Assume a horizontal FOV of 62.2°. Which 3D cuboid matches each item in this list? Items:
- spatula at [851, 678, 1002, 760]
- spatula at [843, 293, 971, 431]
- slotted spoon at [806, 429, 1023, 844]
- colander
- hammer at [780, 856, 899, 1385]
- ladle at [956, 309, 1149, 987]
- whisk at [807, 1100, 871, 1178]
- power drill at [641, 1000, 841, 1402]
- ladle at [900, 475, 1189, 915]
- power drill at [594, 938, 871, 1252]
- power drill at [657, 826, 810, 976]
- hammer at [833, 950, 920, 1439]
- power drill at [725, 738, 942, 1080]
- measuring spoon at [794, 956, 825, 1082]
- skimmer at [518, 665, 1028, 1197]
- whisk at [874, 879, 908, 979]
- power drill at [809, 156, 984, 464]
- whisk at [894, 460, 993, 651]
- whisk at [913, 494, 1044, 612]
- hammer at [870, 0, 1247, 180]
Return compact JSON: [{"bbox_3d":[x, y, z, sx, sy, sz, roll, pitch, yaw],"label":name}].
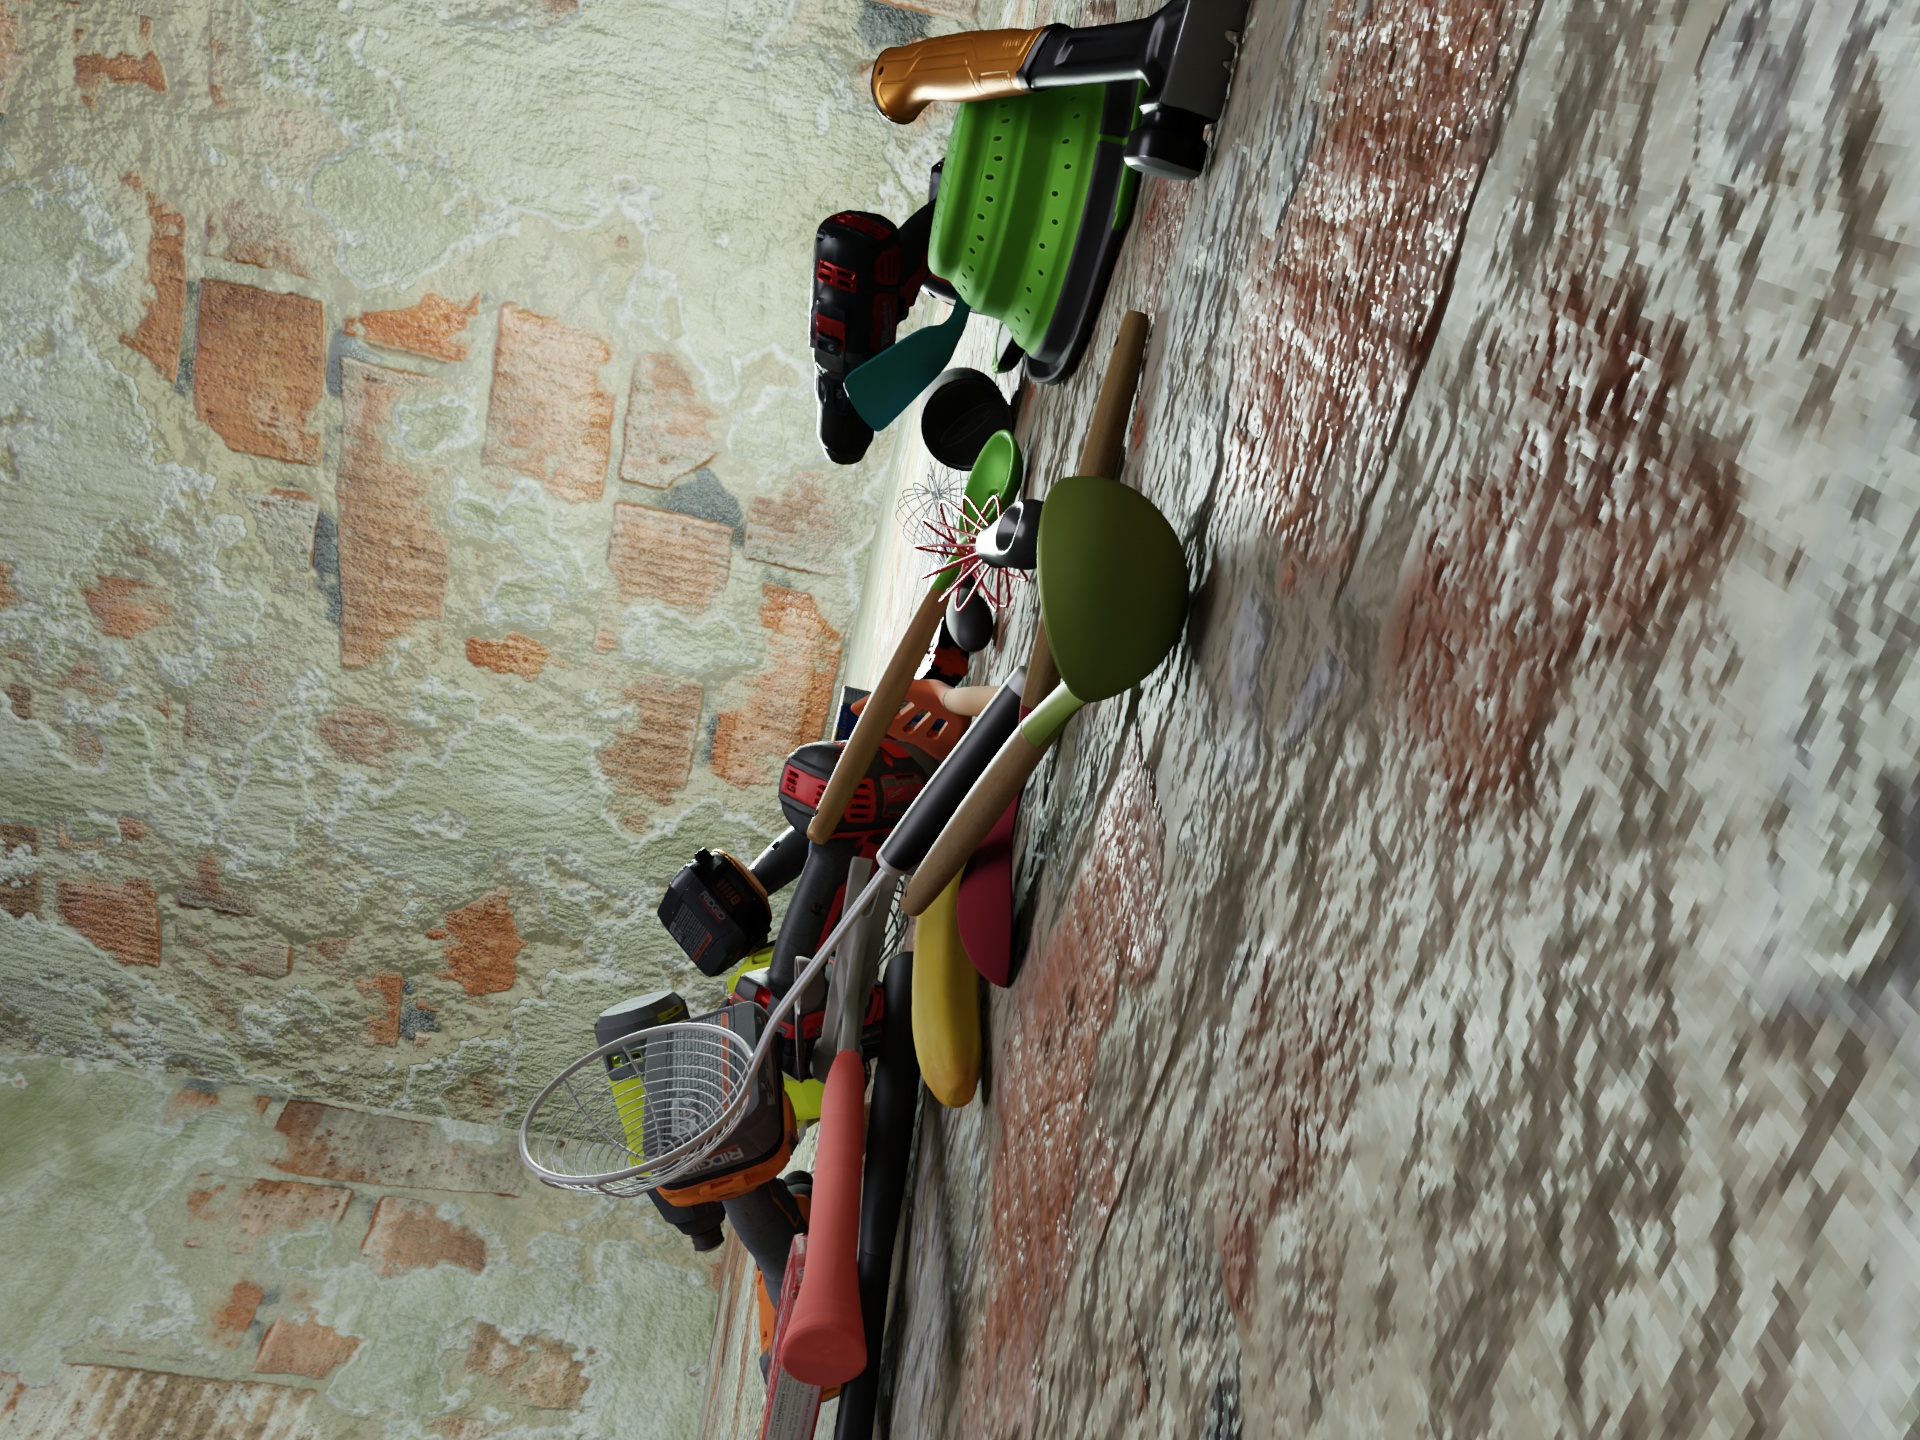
[{"bbox_3d":[-0.002,-0.003,0.947,0.041,0.081,0.322,-62,11,-5],"label":"spatula"},{"bbox_3d":[0.012,-0.352,1.136,0.317,0.044,0.082,-65,-21,-8],"label":"spatula"},{"bbox_3d":[-0.024,-0.057,0.988,0.070,0.031,0.314,-29,32,57],"label":"slotted spoon"},{"bbox_3d":[0.024,-0.299,1.005,0.397,0.094,0.204,149,132,-80],"label":"colander"},{"bbox_3d":[-0.061,0.205,0.836,0.359,0.036,0.149,-96,18,-73],"label":"hammer"},{"bbox_3d":[0.042,-0.030,0.729,0.069,0.031,0.315,-131,54,-78],"label":"ladle"},{"bbox_3d":[-0.094,0.336,1.175,0.244,0.047,0.051,117,146,-52],"label":"whisk"},{"bbox_3d":[-0.122,0.287,0.985,0.164,0.084,0.226,-107,-1,-61],"label":"power drill"},{"bbox_3d":[0.012,0.013,0.647,0.320,0.062,0.078,122,162,-57],"label":"ladle"},{"bbox_3d":[-0.156,0.254,1.124,0.223,0.080,0.171,-21,-85,-63],"label":"power drill"},{"bbox_3d":[-0.121,0.093,1.249,0.226,0.084,0.185,-38,-5,-26],"label":"power drill"},{"bbox_3d":[-0.045,0.285,0.891,0.146,0.035,0.335,110,169,-54],"label":"hammer"},{"bbox_3d":[-0.075,0.117,1.064,0.143,0.079,0.219,-2,-70,-55],"label":"power drill"},{"bbox_3d":[-0.092,0.186,0.970,0.124,0.018,0.034,96,167,-47],"label":"measuring spoon"},{"bbox_3d":[-0.093,0.103,0.809,0.363,0.090,0.127,-53,17,16],"label":"skimmer"},{"bbox_3d":[-0.075,0.192,1.240,0.238,0.055,0.055,102,175,-48],"label":"whisk"},{"bbox_3d":[-0.038,-0.311,1.195,0.227,0.080,0.187,-47,-26,-43],"label":"power drill"},{"bbox_3d":[-0.005,-0.115,1.136,0.285,0.070,0.070,-103,24,-61],"label":"whisk"},{"bbox_3d":[0.017,-0.092,0.833,0.296,0.073,0.073,-149,70,-83],"label":"whisk"},{"bbox_3d":[0.033,-0.331,0.777,0.337,0.034,0.127,35,115,59],"label":"hammer"}]
